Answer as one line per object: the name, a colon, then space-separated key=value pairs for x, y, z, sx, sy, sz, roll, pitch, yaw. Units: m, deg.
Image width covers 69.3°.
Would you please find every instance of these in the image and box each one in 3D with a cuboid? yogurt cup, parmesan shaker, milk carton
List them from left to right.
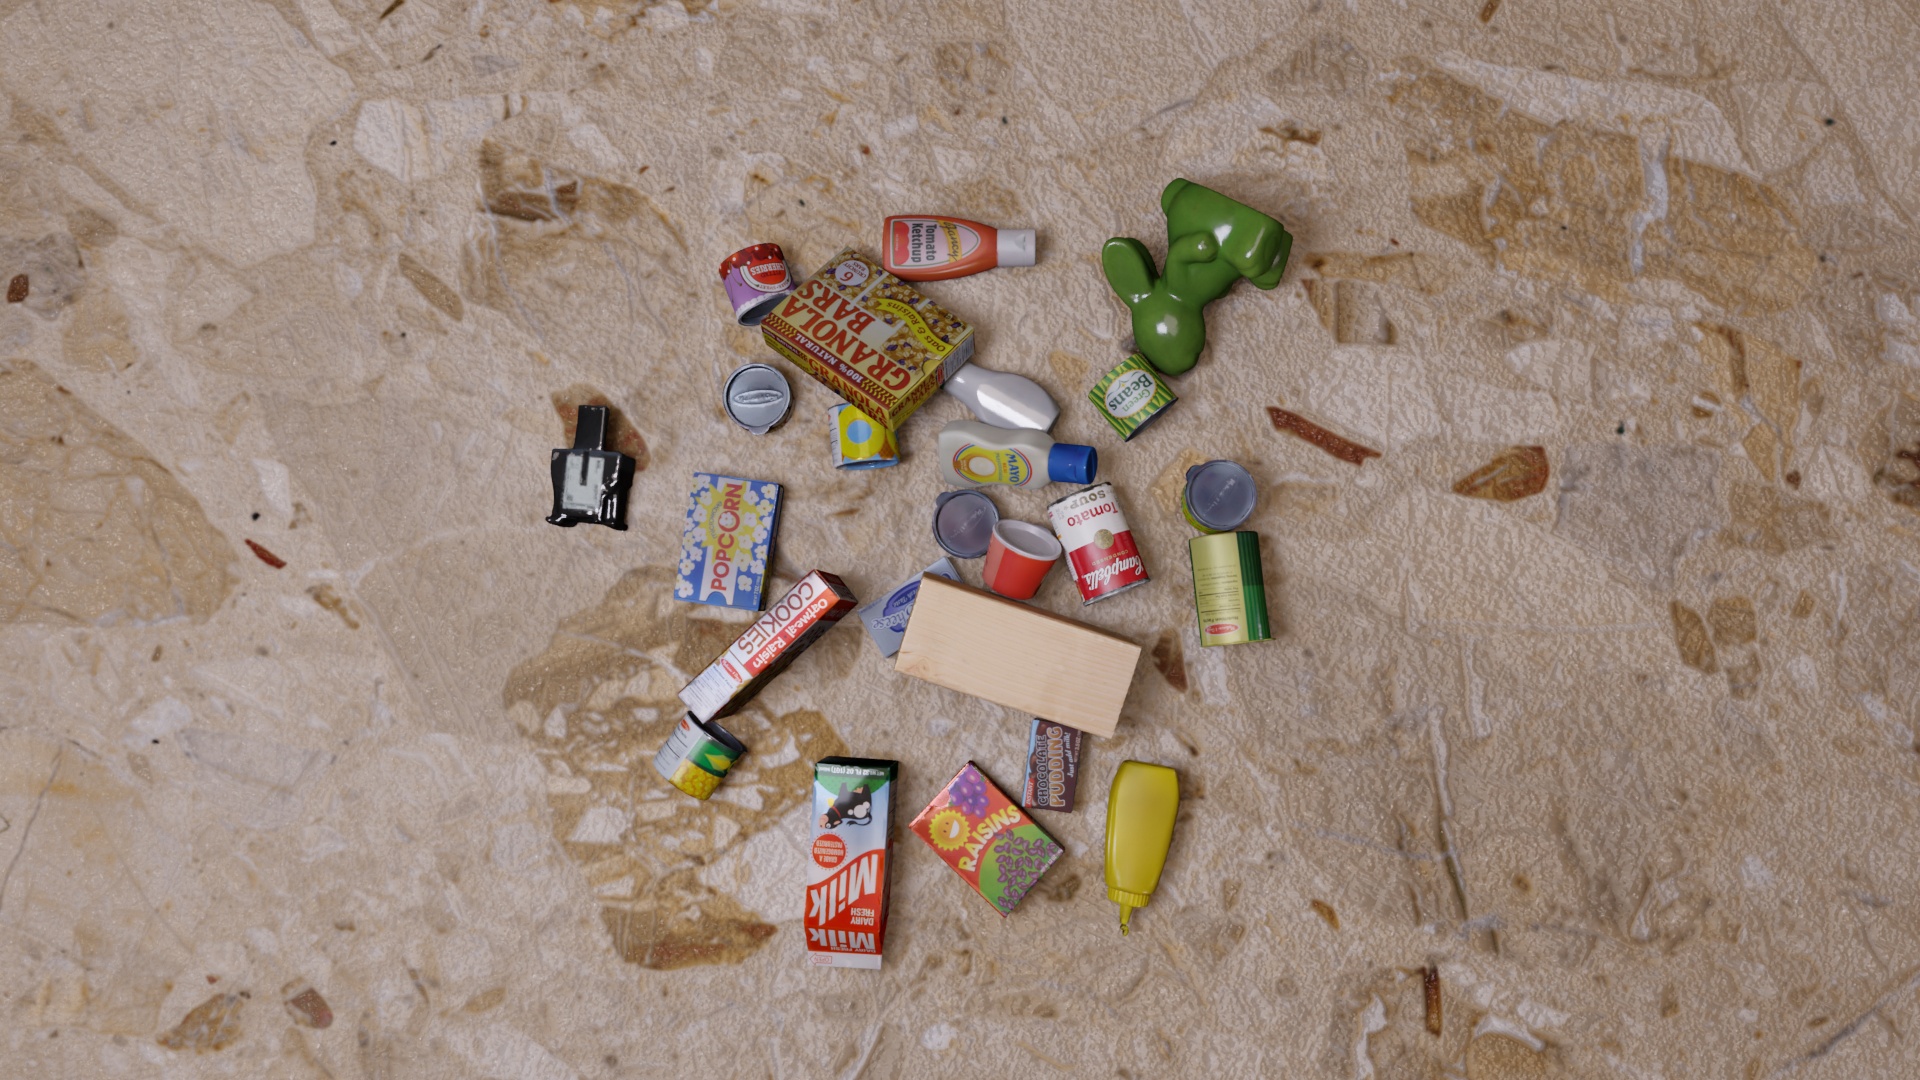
milk carton: x=-0.102 y=0.301 z=1.295 sx=0.072 sy=0.073 sz=0.190 roll=3 pitch=85 yaw=4
yogurt cup: x=0.054 y=0.019 z=1.301 sx=0.072 sy=0.073 sz=0.053 roll=24 pitch=115 yaw=5
parmesan shaker: x=0.254 y=0.045 z=1.299 sx=0.071 sy=0.071 sz=0.103 roll=-6 pitch=84 yaw=3

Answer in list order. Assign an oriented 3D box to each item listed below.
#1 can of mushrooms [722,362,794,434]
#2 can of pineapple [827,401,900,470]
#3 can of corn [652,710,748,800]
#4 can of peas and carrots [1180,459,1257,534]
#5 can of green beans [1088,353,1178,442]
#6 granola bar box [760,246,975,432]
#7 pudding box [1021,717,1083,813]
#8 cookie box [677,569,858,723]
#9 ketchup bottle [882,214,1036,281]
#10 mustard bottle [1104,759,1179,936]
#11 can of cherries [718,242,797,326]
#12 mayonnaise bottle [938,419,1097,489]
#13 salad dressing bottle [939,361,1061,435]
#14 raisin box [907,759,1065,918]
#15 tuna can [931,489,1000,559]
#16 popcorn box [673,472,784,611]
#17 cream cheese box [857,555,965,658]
can of mushrooms: x=-0.197 y=-0.136 z=1.361 sx=0.071 sy=0.033 sz=0.071 roll=0 pitch=85 yaw=3
can of pineapple: x=-0.091 y=-0.101 z=1.335 sx=0.071 sy=0.071 sz=0.058 roll=-6 pitch=85 yaw=3
can of corn: x=-0.247 y=0.205 z=1.318 sx=0.071 sy=0.071 sz=0.058 roll=36 pitch=89 yaw=6
can of peas and carrots: x=0.241 y=-0.041 z=1.312 sx=0.071 sy=0.058 sz=0.071 roll=0 pitch=84 yaw=4
can of green beans: x=0.164 y=-0.136 z=1.322 sx=0.071 sy=0.071 sz=0.058 roll=-39 pitch=84 yaw=0
granola bar box: x=-0.087 y=-0.194 z=1.318 sx=0.166 sy=0.039 sz=0.124 roll=35 pitch=67 yaw=20
pudding box: x=0.087 y=0.212 z=1.313 sx=0.050 sy=0.030 sz=0.083 roll=8 pitch=85 yaw=5
cookie box: x=-0.176 y=0.097 z=1.294 sx=0.167 sy=0.123 sz=0.040 roll=-42 pitch=85 yaw=-1
ketchup bottle: x=-0.001 y=-0.286 z=1.358 sx=0.149 sy=0.043 sz=0.065 roll=0 pitch=82 yaw=3
mustard bottle: x=0.163 y=0.287 z=1.292 sx=0.065 sy=0.049 sz=0.160 roll=11 pitch=86 yaw=5
can of cherries: x=-0.195 y=-0.250 z=1.353 sx=0.071 sy=0.071 sz=0.058 roll=-22 pitch=83 yaw=2
mayonnaise bottle: x=0.054 y=-0.077 z=1.308 sx=0.148 sy=0.041 sz=0.064 roll=7 pitch=124 yaw=23
salad dressing bottle: x=0.024 y=-0.144 z=1.344 sx=0.148 sy=0.044 sz=0.064 roll=30 pitch=91 yaw=7
raisin box: x=0.025 y=0.279 z=1.307 sx=0.123 sy=0.040 sz=0.086 roll=42 pitch=90 yaw=7
tuna can: x=0.005 y=-0.017 z=1.338 sx=0.071 sy=0.033 sz=0.071 roll=0 pitch=85 yaw=3
popcorn box: x=-0.224 y=0.001 z=1.348 sx=0.085 sy=0.038 sz=0.126 roll=8 pitch=85 yaw=3
cream cheese box: x=-0.043 y=0.064 z=1.338 sx=0.104 sy=0.024 sz=0.053 roll=-33 pitch=85 yaw=0
